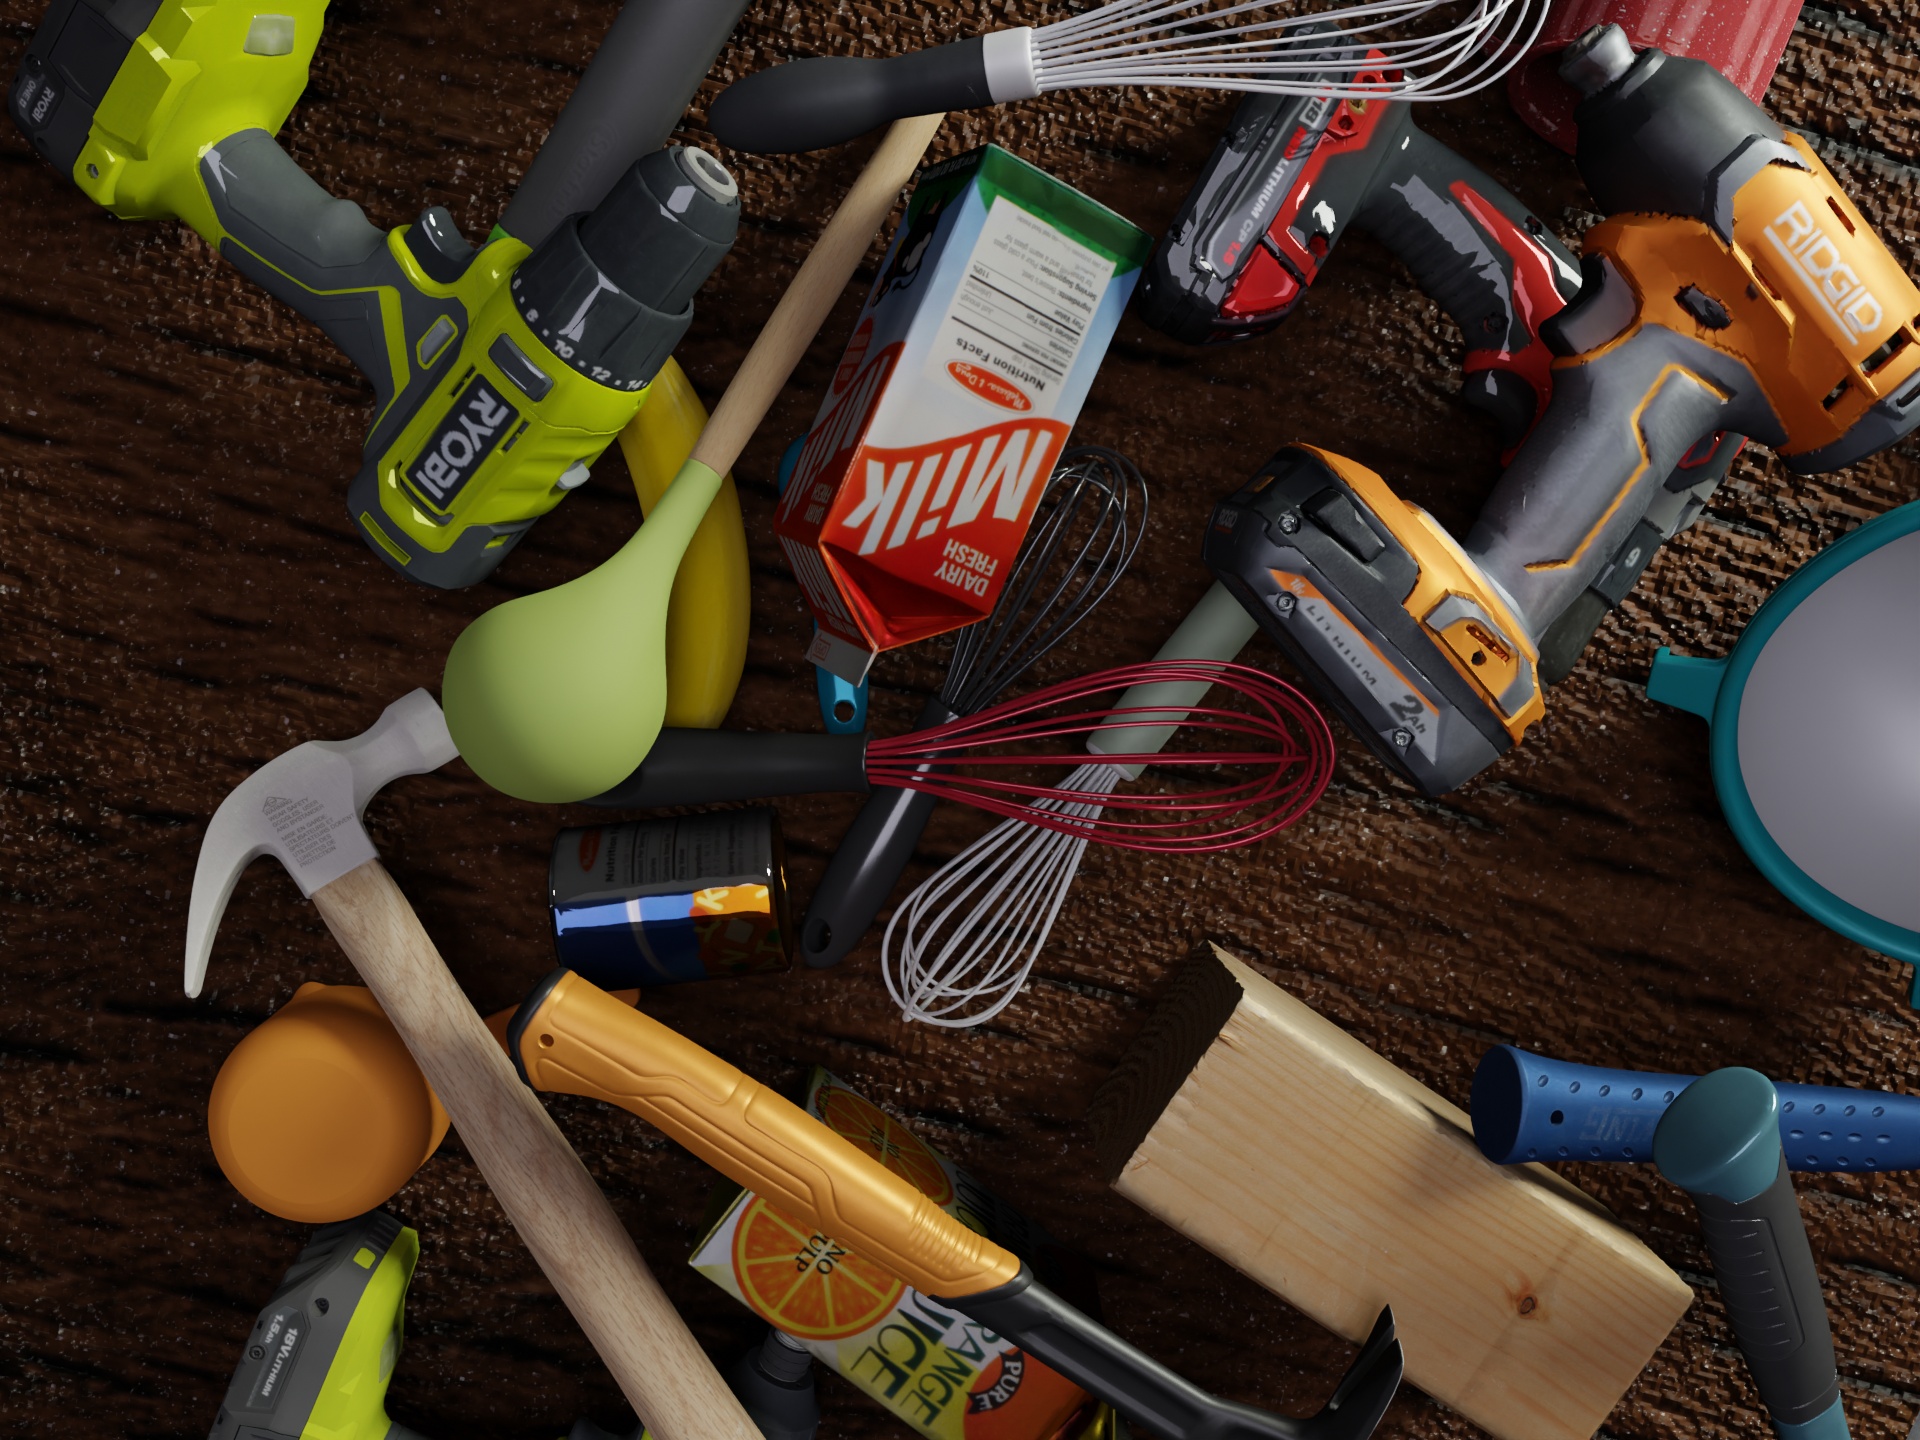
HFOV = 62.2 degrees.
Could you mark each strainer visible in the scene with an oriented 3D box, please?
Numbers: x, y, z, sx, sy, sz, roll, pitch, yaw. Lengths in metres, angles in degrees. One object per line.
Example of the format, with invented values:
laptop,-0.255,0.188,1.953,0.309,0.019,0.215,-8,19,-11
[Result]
strainer,0.435,-0.041,0.549,0.211,0.095,0.340,47,129,-9

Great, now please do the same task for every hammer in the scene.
hammer,-0.010,0.184,0.572,0.337,0.034,0.127,32,106,-2
hammer,0.313,0.248,0.598,0.128,0.033,0.330,-32,121,-3
hammer,0.387,0.168,0.618,0.405,0.035,0.144,7,97,-13
hammer,-0.175,0.157,0.604,0.130,0.031,0.331,-32,88,-22

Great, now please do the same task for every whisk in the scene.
whisk,0.055,0.023,0.631,0.058,0.059,0.246,39,89,12
whisk,0.000,-0.001,0.628,0.055,0.055,0.239,30,99,-4
whisk,0.049,-0.223,0.526,0.284,0.070,0.070,-5,96,14
whisk,-0.014,0.016,0.584,0.296,0.073,0.073,-1,96,11

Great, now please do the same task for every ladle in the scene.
ladle,-0.085,-0.113,0.590,0.078,0.062,0.320,34,76,-23

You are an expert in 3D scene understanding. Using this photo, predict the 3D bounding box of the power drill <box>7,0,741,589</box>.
power drill,-0.202,-0.184,0.565,0.228,0.080,0.190,46,117,-4

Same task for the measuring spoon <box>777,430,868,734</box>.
measuring spoon,-0.049,-0.052,0.630,0.042,0.021,0.128,-3,94,0

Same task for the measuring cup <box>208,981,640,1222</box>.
measuring cup,-0.213,0.141,0.634,0.173,0.052,0.095,-19,96,3

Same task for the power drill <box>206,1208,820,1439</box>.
power drill,-0.176,0.293,0.642,0.223,0.080,0.171,23,95,-7

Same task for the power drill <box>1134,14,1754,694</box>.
power drill,0.177,-0.130,0.594,0.226,0.080,0.188,29,95,-2

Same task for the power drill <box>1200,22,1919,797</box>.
power drill,0.191,-0.103,0.524,0.226,0.084,0.164,-42,100,5

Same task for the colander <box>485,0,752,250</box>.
colander,-0.062,-0.312,0.579,0.204,0.095,0.397,35,113,-11
